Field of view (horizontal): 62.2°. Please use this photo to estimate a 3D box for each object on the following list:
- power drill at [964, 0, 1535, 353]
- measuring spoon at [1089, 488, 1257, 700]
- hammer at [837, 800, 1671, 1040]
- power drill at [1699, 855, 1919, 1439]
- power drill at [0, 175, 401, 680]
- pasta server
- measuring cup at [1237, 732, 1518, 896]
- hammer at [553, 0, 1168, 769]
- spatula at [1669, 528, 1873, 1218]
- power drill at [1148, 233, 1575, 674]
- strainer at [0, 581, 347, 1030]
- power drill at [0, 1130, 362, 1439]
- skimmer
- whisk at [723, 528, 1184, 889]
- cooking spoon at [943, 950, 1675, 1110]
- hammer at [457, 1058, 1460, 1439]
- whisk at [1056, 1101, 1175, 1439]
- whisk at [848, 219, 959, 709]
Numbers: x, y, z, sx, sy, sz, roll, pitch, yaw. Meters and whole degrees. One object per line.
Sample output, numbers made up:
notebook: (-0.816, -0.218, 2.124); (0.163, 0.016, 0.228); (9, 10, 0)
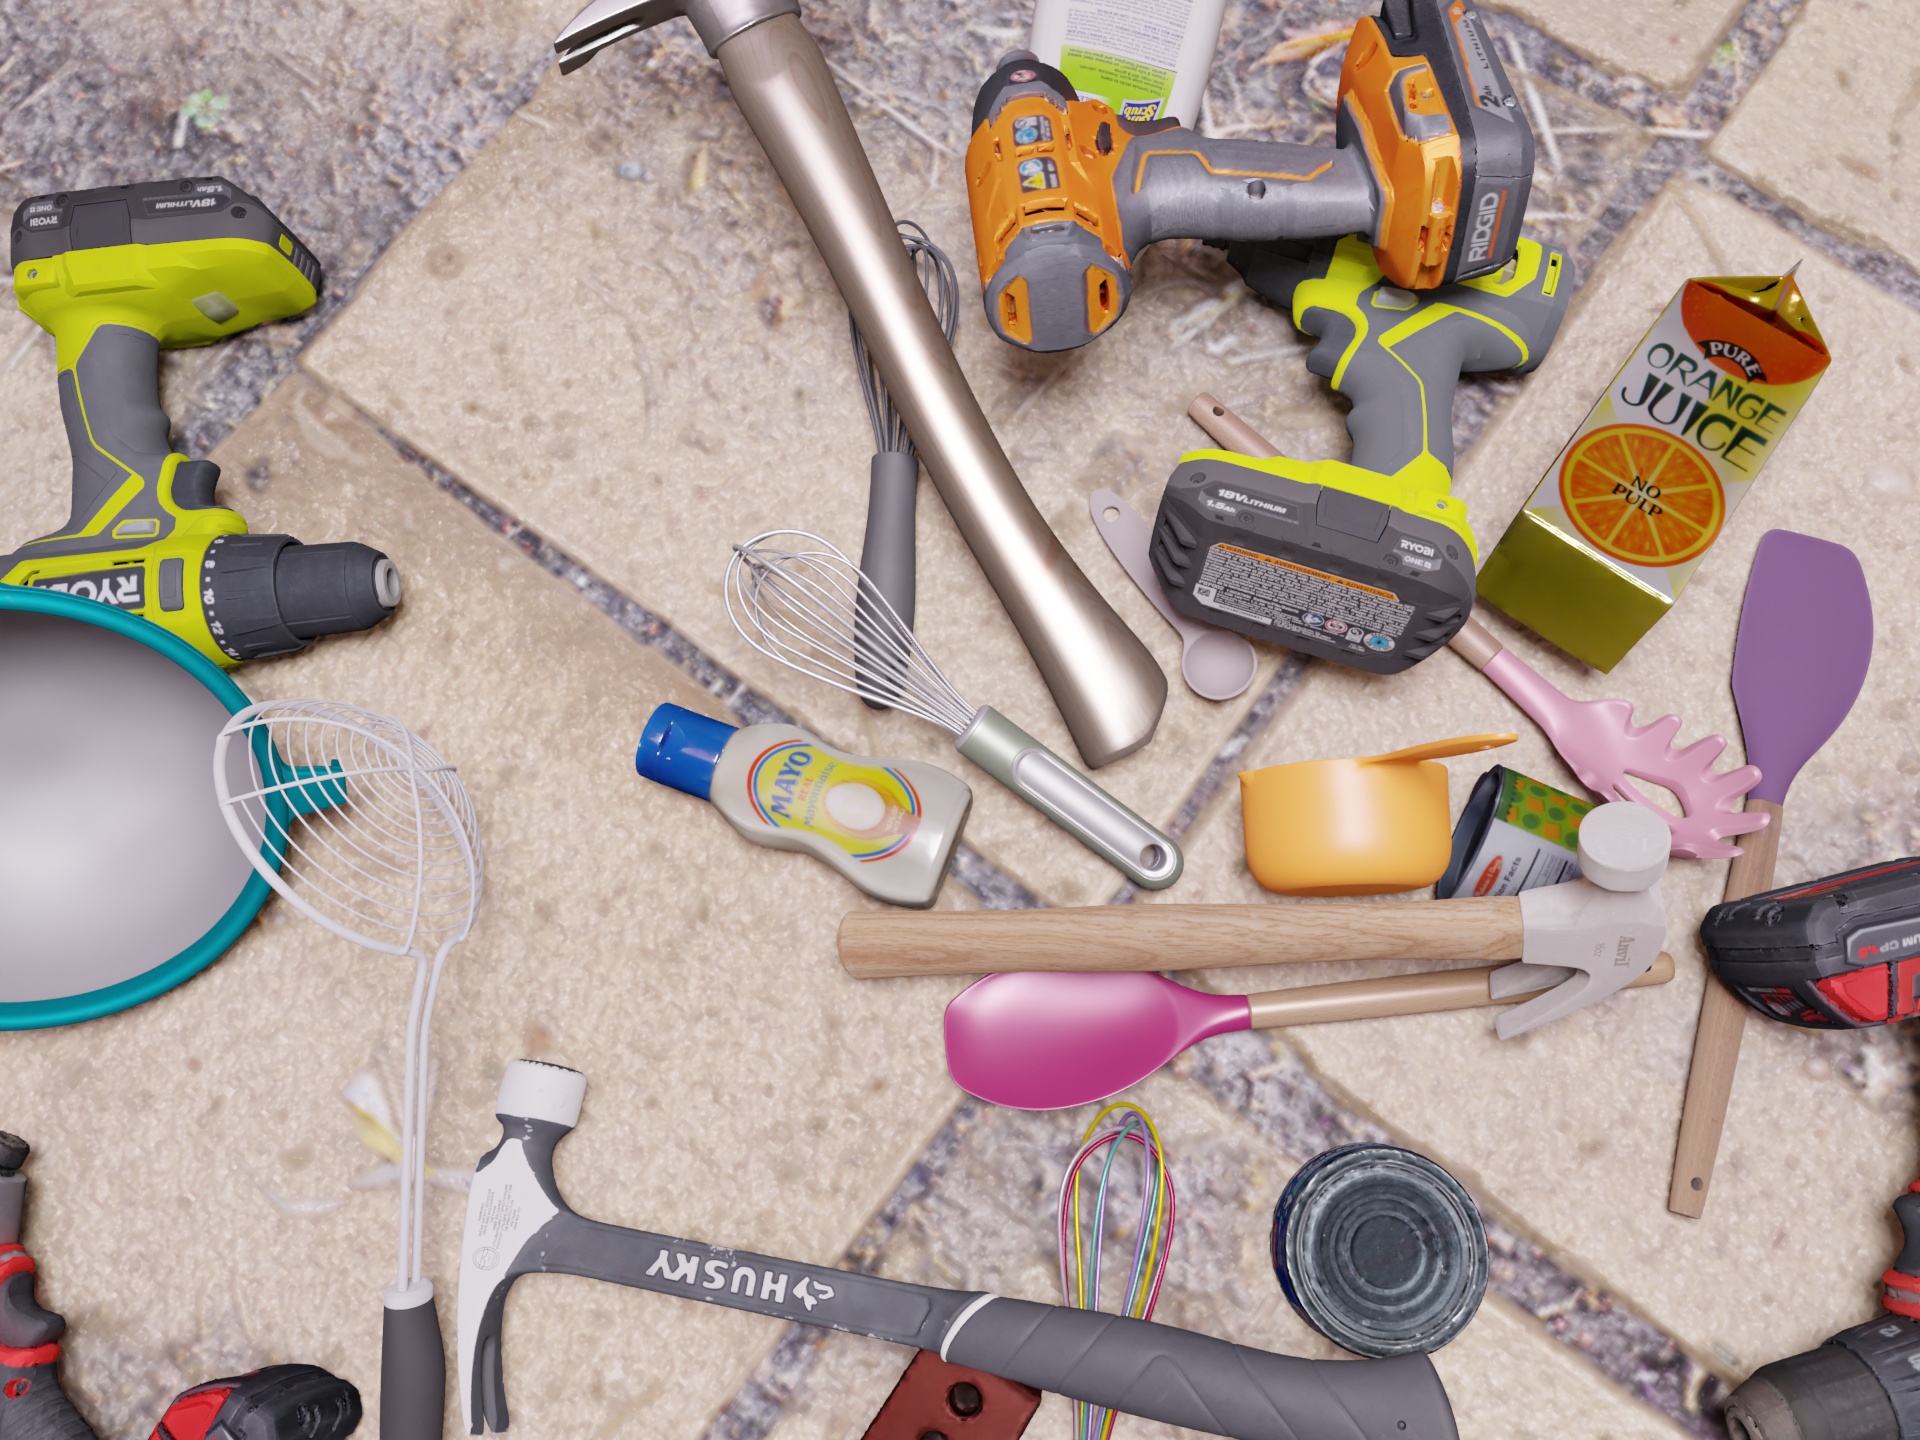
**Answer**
power drill: (0.114, -0.250, 0.697); (0.226, 0.084, 0.164); (-8, 58, 2)
measuring spoon: (0.097, -0.060, 0.749); (0.034, 0.018, 0.124); (-32, 70, -1)
hammer: (0.110, 0.090, 0.656); (0.331, 0.129, 0.031); (-4, 51, 16)
power drill: (0.373, 0.178, 0.633); (0.188, 0.080, 0.227); (-13, 83, -6)
power drill: (-0.365, -0.133, 0.756); (0.190, 0.080, 0.229); (-6, 79, 3)
pasta server: (0.225, -0.050, 0.726); (0.060, 0.040, 0.316); (-41, 76, -20)
measuring cup: (0.174, 0.041, 0.639); (0.095, 0.173, 0.052); (2, 80, -13)
hammer: (-0.030, -0.162, 0.718); (0.146, 0.038, 0.410); (-27, 89, -7)
spatula: (0.353, 0.062, 0.702); (0.060, 0.018, 0.316); (17, 77, 6)
power drill: (0.170, -0.145, 0.717); (0.171, 0.080, 0.223); (18, 63, 7)
strainer: (-0.451, 0.067, 0.693); (0.340, 0.210, 0.095); (-43, 36, 5)
power drill: (-0.373, 0.275, 0.658); (0.220, 0.078, 0.143); (25, 78, 11)
skimmer: (-0.252, 0.173, 0.661); (0.090, 0.127, 0.363); (2, 92, 18)
whisk: (-0.001, -0.002, 0.701); (0.246, 0.059, 0.058); (36, 84, -4)
cooking spoon: (0.151, 0.125, 0.696); (0.319, 0.017, 0.069); (-6, 61, 1)
hammer: (-0.017, 0.237, 0.617); (0.409, 0.036, 0.149); (5, 71, 18)
whisk: (0.054, 0.282, 0.656); (0.047, 0.051, 0.245); (4, 80, 25)
whisk: (-0.032, -0.123, 0.753); (0.055, 0.055, 0.239); (2, 80, 3)
